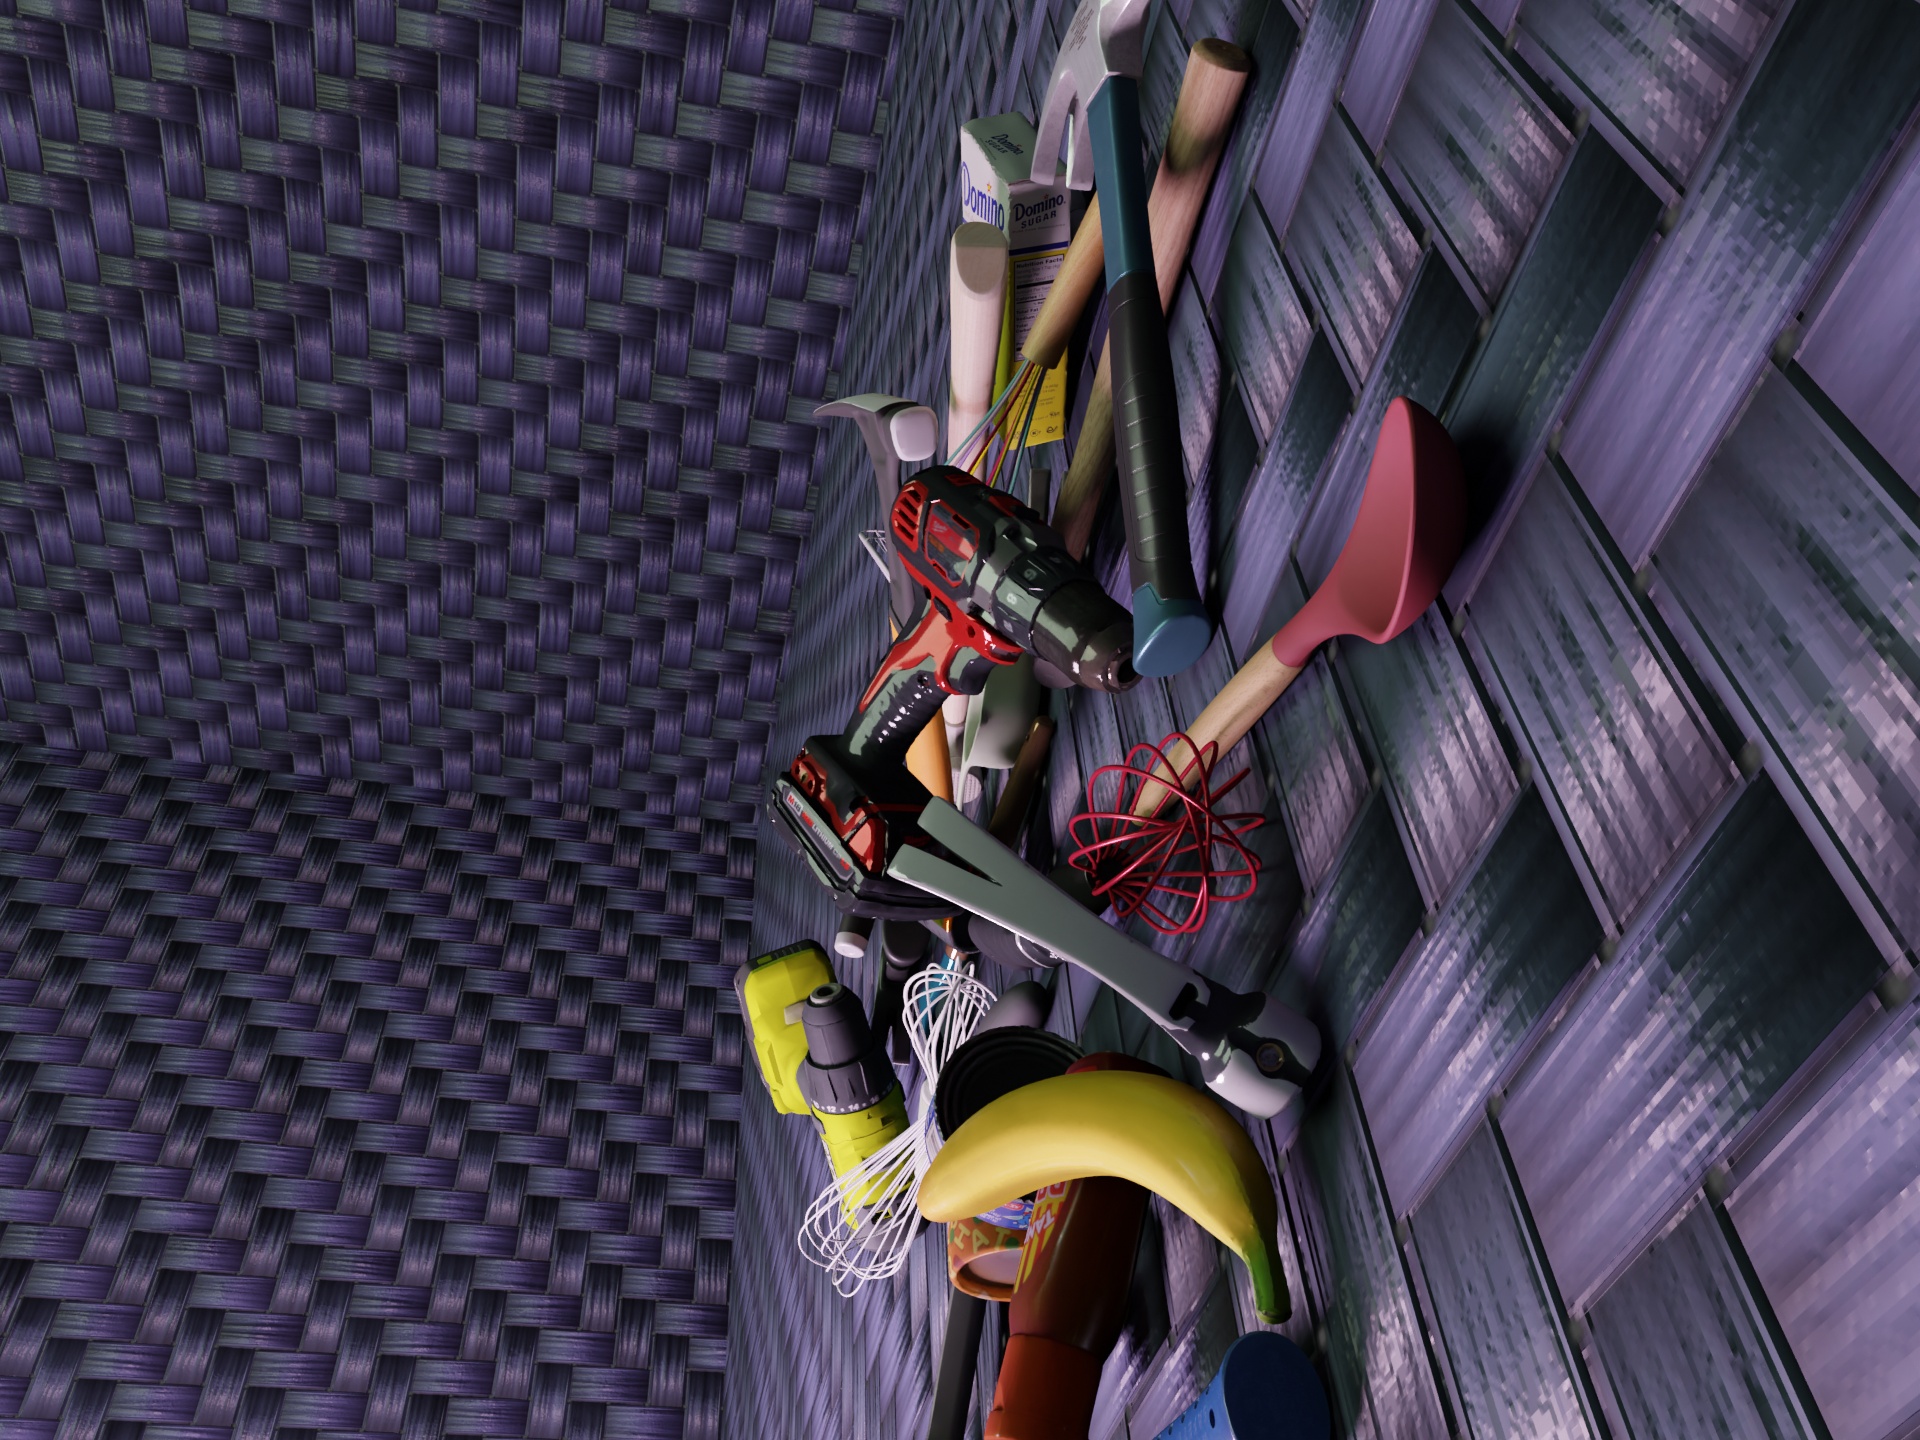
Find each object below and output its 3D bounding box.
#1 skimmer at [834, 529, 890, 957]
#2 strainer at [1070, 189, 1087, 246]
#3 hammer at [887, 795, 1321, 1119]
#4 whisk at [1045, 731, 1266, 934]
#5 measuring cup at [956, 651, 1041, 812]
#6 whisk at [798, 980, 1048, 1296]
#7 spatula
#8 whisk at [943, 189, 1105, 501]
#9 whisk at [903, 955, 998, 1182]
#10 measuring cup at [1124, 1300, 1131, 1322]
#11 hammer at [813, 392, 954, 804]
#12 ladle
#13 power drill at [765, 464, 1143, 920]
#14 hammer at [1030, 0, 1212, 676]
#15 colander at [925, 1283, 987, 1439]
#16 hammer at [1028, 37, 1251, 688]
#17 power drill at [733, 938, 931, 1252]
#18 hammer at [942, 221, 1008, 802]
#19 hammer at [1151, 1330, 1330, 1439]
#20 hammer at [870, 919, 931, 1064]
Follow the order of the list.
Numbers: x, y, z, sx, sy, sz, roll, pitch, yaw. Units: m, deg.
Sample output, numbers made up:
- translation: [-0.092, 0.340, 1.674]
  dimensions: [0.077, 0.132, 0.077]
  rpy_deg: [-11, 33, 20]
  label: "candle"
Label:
- translation: [-0.068, 0.011, 1.214]
  dimensions: [0.127, 0.090, 0.364]
  rpy_deg: [57, -142, -49]
  label: "skimmer"
- translation: [0.069, -0.296, 0.952]
  dimensions: [0.259, 0.050, 0.086]
  rpy_deg: [-118, 32, -63]
  label: "strainer"
- translation: [0.033, 0.097, 0.700]
  dimensions: [0.036, 0.149, 0.409]
  rpy_deg: [-57, 0, -8]
  label: "hammer"
- translation: [0.067, 0.061, 0.671]
  dimensions: [0.295, 0.073, 0.073]
  rpy_deg: [116, 159, -76]
  label: "whisk"
- translation: [0.019, 0.035, 0.990]
  dimensions: [0.083, 0.038, 0.167]
  rpy_deg: [-101, 20, -75]
  label: "measuring cup"
- translation: [-0.018, 0.246, 0.932]
  dimensions: [0.284, 0.070, 0.070]
  rpy_deg: [-59, 22, 33]
  label: "whisk"
- translation: [0.015, 0.129, 1.010]
  dimensions: [0.082, 0.044, 0.317]
  rpy_deg: [-96, 21, -56]
  label: "spatula"
- translation: [0.032, -0.182, 0.884]
  dimensions: [0.245, 0.051, 0.047]
  rpy_deg: [-63, -6, 26]
  label: "whisk"
- translation: [-0.011, 0.225, 0.984]
  dimensions: [0.246, 0.059, 0.058]
  rpy_deg: [96, -170, -47]
  label: "whisk"
- translation: [0.030, 0.278, 0.622]
  dimensions: [0.156, 0.029, 0.062]
  rpy_deg: [-50, -15, -53]
  label: "measuring cup"
- translation: [-0.034, -0.042, 1.028]
  dimensions: [0.127, 0.034, 0.336]
  rpy_deg: [31, 133, 60]
  label: "hammer"
- translation: [0.109, -0.014, 0.574]
  dimensions: [0.315, 0.031, 0.069]
  rpy_deg: [116, 161, -66]
  label: "ladle"
- translation: [-0.001, -0.003, 0.836]
  dimensions: [0.188, 0.080, 0.226]
  rpy_deg: [44, 117, 43]
  label: "power drill"
- translation: [0.079, -0.183, 0.715]
  dimensions: [0.128, 0.033, 0.331]
  rpy_deg: [142, 127, -64]
  label: "hammer"
- translation: [-0.051, 0.417, 0.849]
  dimensions: [0.204, 0.094, 0.397]
  rpy_deg: [71, -152, -67]
  label: "colander"
- translation: [0.083, -0.181, 0.819]
  dimensions: [0.130, 0.031, 0.331]
  rpy_deg: [-95, 16, -48]
  label: "hammer"
- translation: [-0.096, 0.247, 1.149]
  dimensions: [0.229, 0.080, 0.190]
  rpy_deg: [-147, 40, -65]
  label: "power drill"
- translation: [0.002, -0.132, 1.026]
  dimensions: [0.410, 0.038, 0.146]
  rpy_deg: [94, 175, -46]
  label: "hammer"
- translation: [0.051, 0.333, 0.624]
  dimensions: [0.405, 0.035, 0.144]
  rpy_deg: [109, 165, -49]
  label: "hammer"
- translation: [-0.043, 0.172, 1.141]
  dimensions: [0.334, 0.035, 0.146]
  rpy_deg: [105, 171, -77]
  label: "hammer"
